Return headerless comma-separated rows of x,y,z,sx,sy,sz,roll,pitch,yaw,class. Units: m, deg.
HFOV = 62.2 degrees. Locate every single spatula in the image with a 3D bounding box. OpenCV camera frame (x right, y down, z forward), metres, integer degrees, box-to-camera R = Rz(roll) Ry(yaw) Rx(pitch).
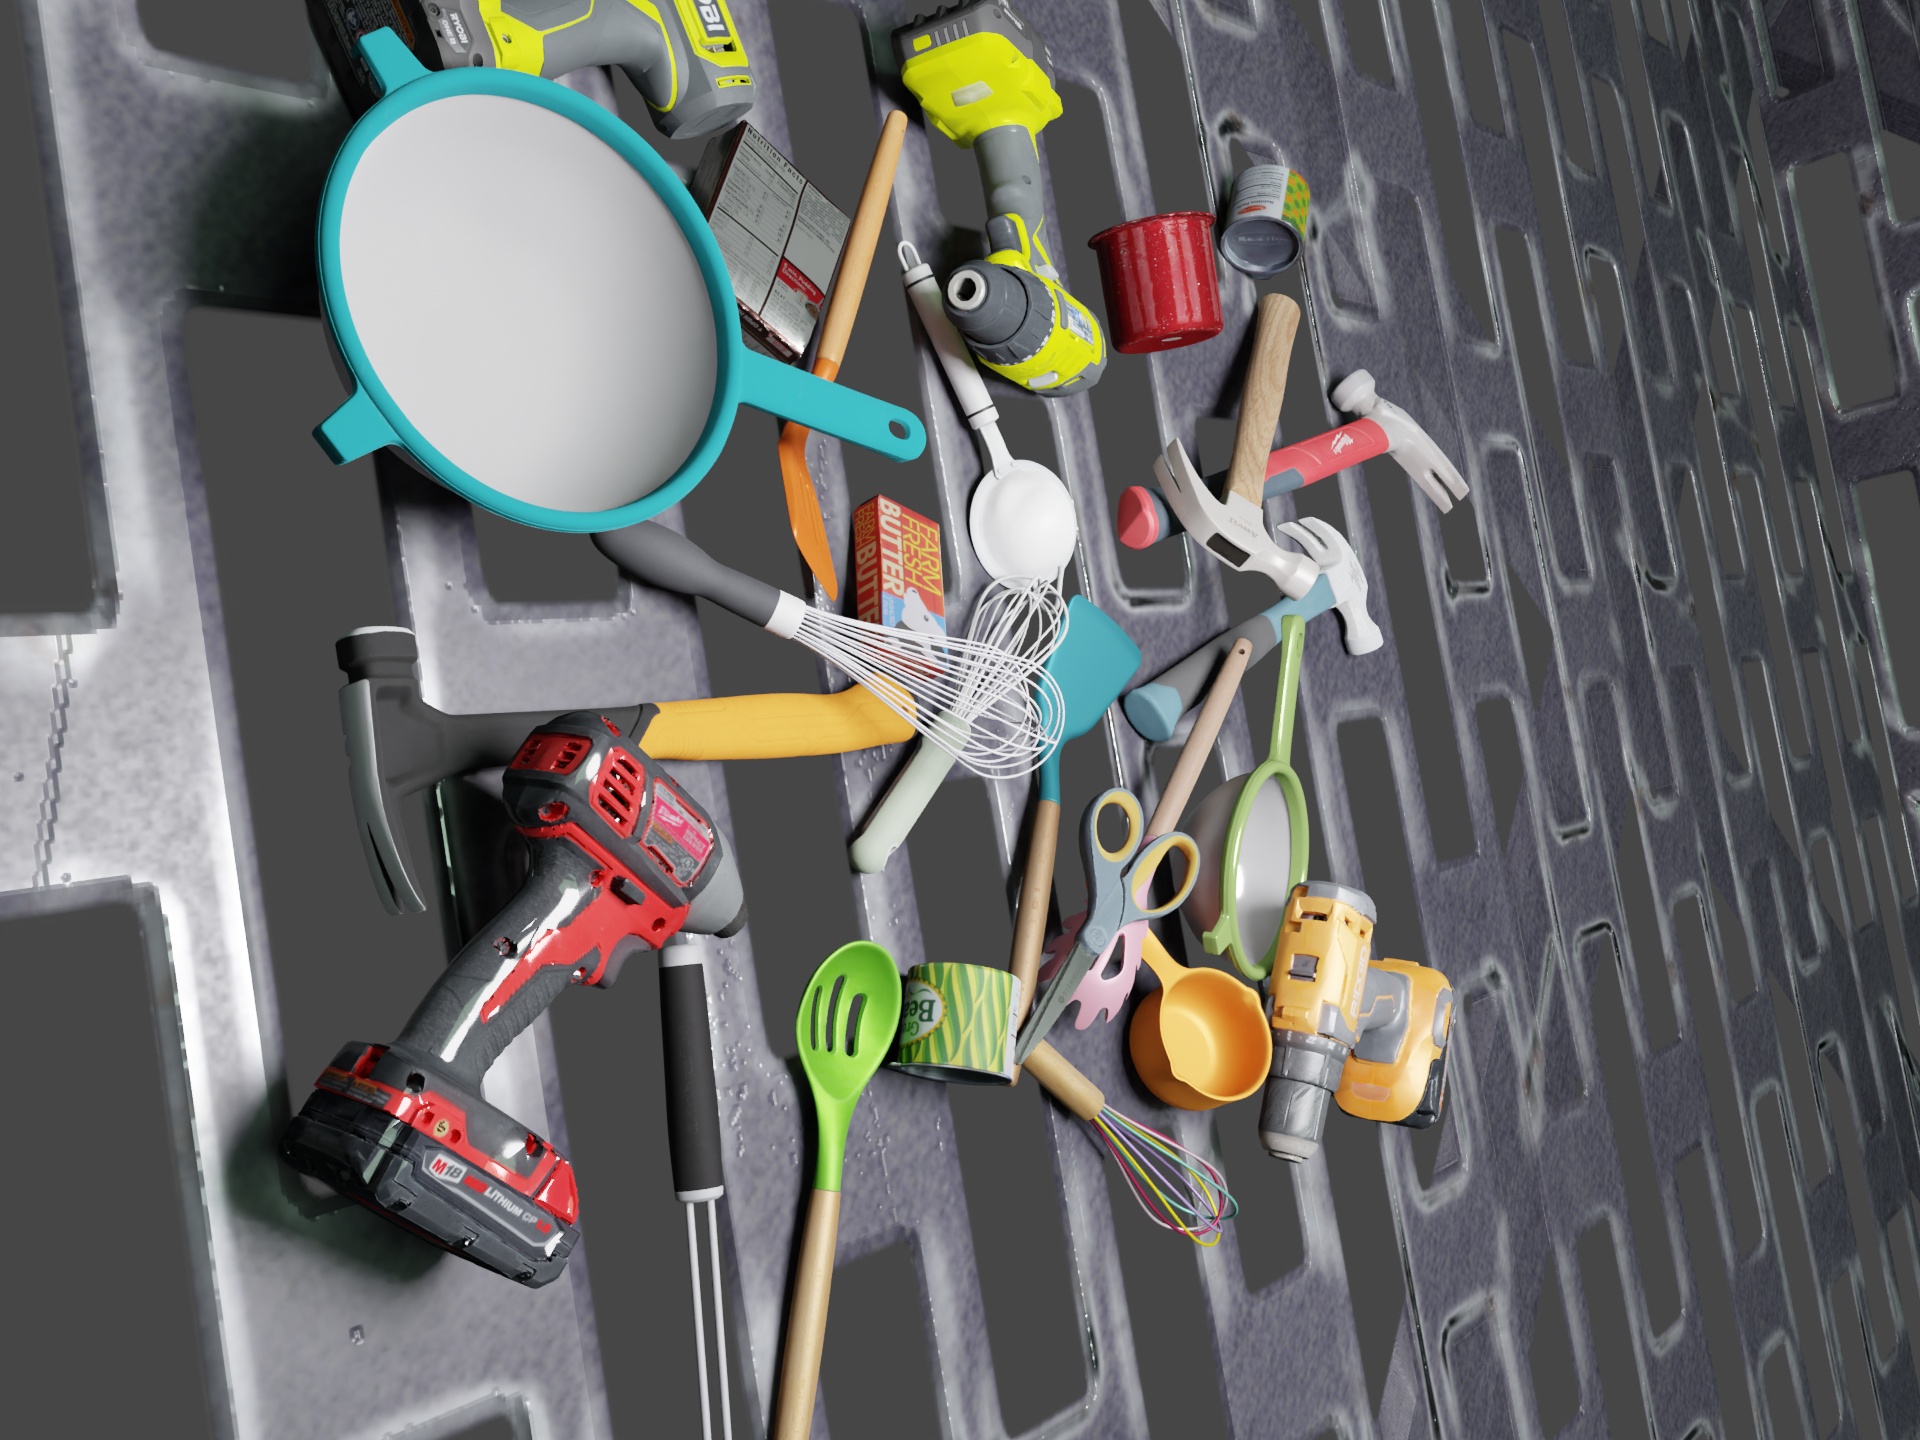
-0.064,-0.227,0.932,0.081,0.041,0.323,62,38,-64,spatula
0.059,0.073,0.989,0.082,0.044,0.318,38,50,-39,spatula

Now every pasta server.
0.135,0.063,1.059,0.060,0.040,0.316,30,57,-1,pasta server

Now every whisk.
0.096,0.257,0.998,0.244,0.051,0.047,46,57,-25,whisk
-0.067,-0.042,0.855,0.284,0.070,0.070,24,63,-20,whisk
-0.002,-0.003,0.961,0.059,0.057,0.246,31,56,3,whisk

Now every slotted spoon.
-0.076,0.271,0.829,0.070,0.031,0.314,22,67,-41,slotted spoon

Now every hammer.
0.225,-0.062,1.209,0.331,0.033,0.128,-31,104,-45,hammer
0.223,-0.230,1.203,0.130,0.031,0.332,30,45,-11,hammer
0.259,-0.183,1.239,0.386,0.038,0.143,-25,72,-43,hammer
-0.146,0.013,0.811,0.336,0.034,0.127,-5,84,-46,hammer

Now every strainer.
0.194,0.049,1.107,0.151,0.069,0.256,27,69,-57,strainer
0.018,-0.188,1.025,0.087,0.050,0.258,-31,100,-30,strainer
-0.168,-0.175,0.788,0.340,0.095,0.211,12,75,-44,strainer

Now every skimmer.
-0.114,0.285,0.740,0.127,0.090,0.363,-4,80,-14,skimmer

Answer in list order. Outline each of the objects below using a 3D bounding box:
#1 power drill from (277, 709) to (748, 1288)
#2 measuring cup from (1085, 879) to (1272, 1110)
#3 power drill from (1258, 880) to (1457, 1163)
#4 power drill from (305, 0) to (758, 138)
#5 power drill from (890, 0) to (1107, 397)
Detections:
-0.177,0.120,0.696,0.143,0.078,0.220,51,54,-41,power drill
0.128,0.179,1.050,0.095,0.052,0.173,-34,83,-38,measuring cup
0.276,0.232,1.126,0.226,0.084,0.185,37,62,-50,power drill
-0.216,-0.380,0.805,0.223,0.080,0.171,-33,104,-48,power drill
0.023,-0.326,1.000,0.190,0.080,0.228,-1,80,-68,power drill
